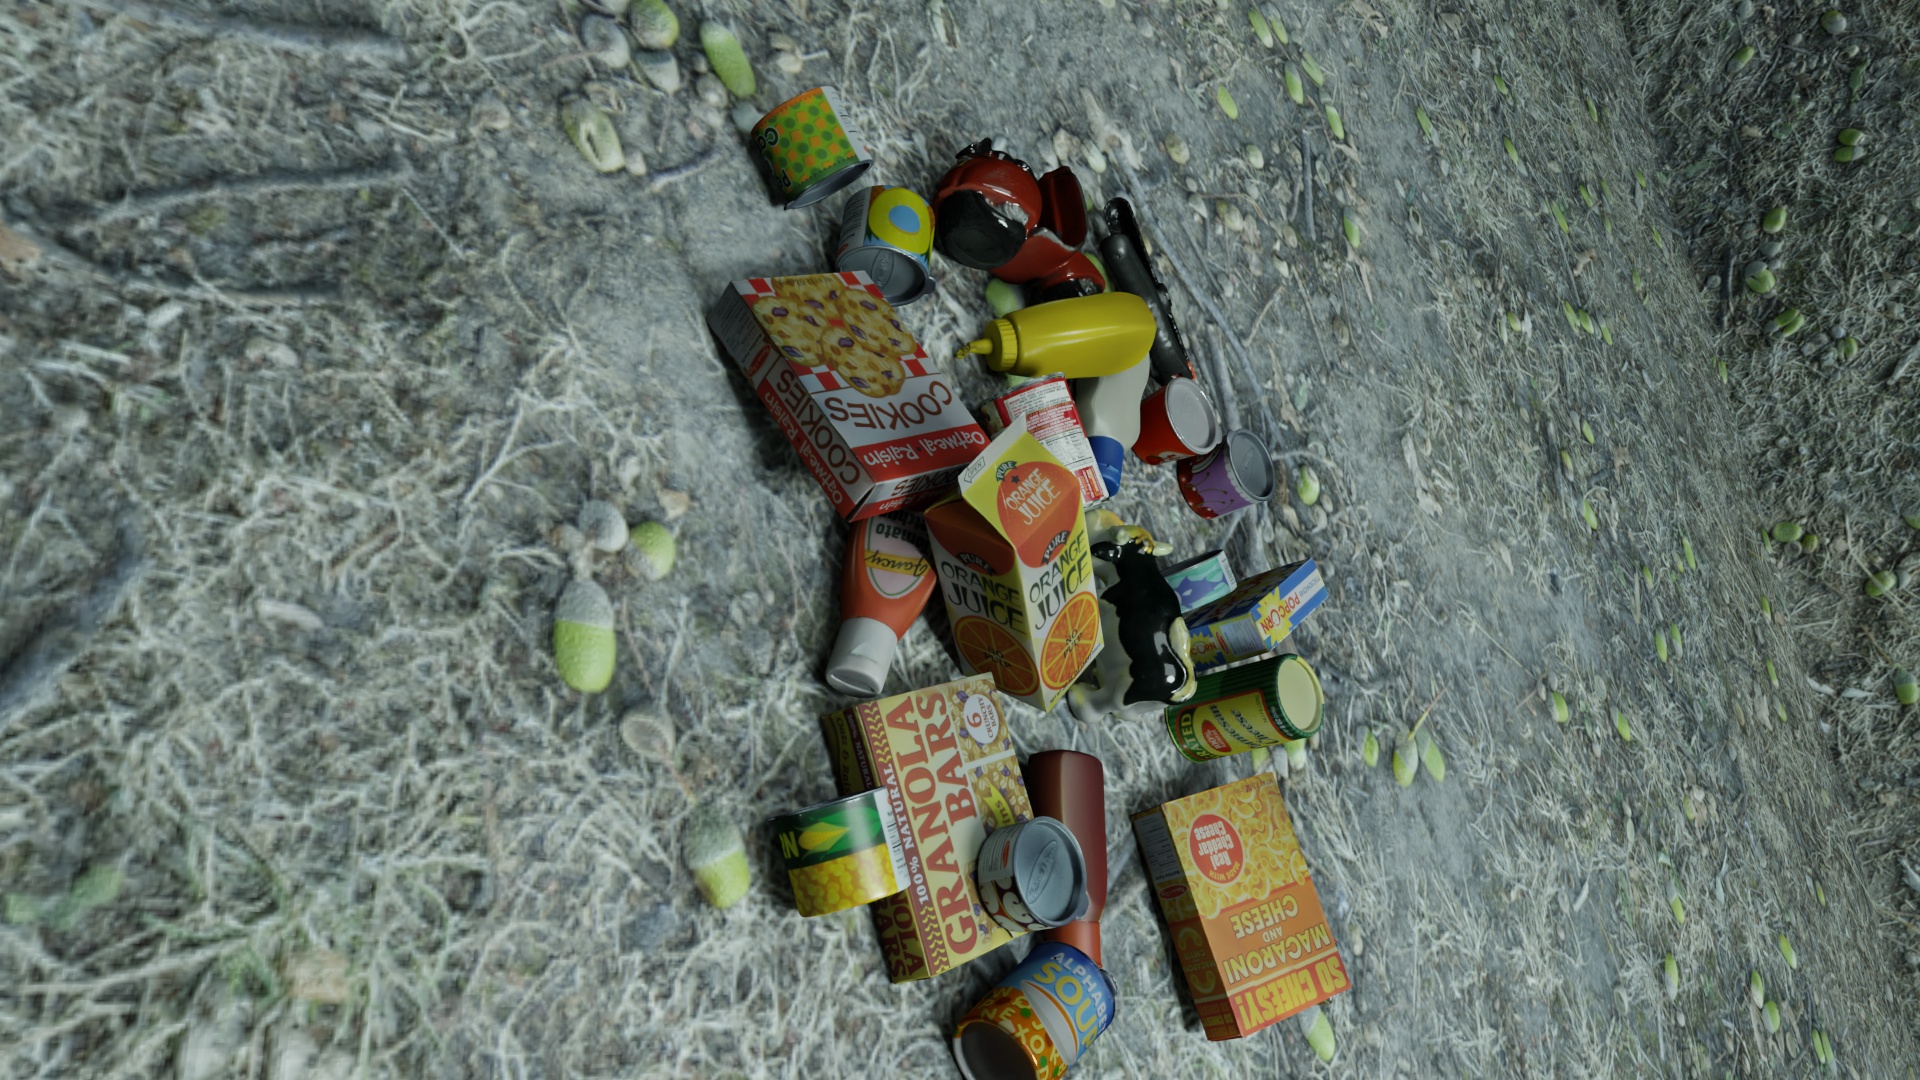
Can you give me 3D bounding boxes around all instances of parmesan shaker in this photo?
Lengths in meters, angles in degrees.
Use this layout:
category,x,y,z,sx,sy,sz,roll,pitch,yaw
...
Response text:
category,x,y,z,sx,sy,sz,roll,pitch,yaw
parmesan shaker,0.218,0.128,1.074,0.071,0.102,0.071,21,59,-39

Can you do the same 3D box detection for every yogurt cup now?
category,x,y,z,sx,sy,sz,roll,pitch,yaw
yogurt cup,0.176,-0.097,1.168,0.072,0.053,0.072,21,58,-39

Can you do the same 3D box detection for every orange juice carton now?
category,x,y,z,sx,sy,sz,roll,pitch,yaw
orange juice carton,0.034,0.012,0.883,0.072,0.073,0.191,-45,140,-32

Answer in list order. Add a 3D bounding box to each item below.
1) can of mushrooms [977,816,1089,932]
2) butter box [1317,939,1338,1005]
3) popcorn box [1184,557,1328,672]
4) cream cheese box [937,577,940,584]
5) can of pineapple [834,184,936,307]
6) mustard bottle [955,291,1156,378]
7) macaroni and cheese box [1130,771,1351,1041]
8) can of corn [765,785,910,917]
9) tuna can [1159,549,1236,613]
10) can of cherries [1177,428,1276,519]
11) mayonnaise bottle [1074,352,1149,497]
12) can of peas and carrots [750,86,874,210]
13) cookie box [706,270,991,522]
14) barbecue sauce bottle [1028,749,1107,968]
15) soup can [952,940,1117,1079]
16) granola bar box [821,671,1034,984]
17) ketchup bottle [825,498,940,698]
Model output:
category,x,y,z,sx,sy,sz,roll,pitch,yaw
can of mushrooms,0.045,0.207,0.852,0.071,0.033,0.071,23,56,-39
butter box,0.256,0.318,1.086,0.103,0.024,0.053,39,49,-27
popcorn box,0.236,0.061,1.135,0.127,0.085,0.038,-29,95,-49
cream cheese box,0.003,-0.012,0.974,0.053,0.024,0.104,38,49,-30
can of pineapple,-0.051,-0.205,0.973,0.071,0.071,0.058,28,54,-36
mustard bottle,0.070,-0.155,1.066,0.161,0.065,0.049,-8,58,-22
macaroni and cheese box,0.207,0.266,1.022,0.124,0.040,0.167,-6,71,-37
can of corn,-0.069,0.176,0.786,0.071,0.071,0.058,-7,79,-47
tuna can,0.183,0.035,1.110,0.071,0.071,0.033,-24,91,-48
can of cherries,0.229,-0.059,1.204,0.071,0.058,0.072,20,60,-39
mayonnaise bottle,0.117,-0.104,1.122,0.065,0.041,0.149,28,55,-26
can of peas and carrots,-0.103,-0.267,0.950,0.071,0.070,0.058,-35,98,-48
cookie box,-0.067,-0.096,0.891,0.123,0.040,0.168,-17,65,-49
barbecue sauce bottle,0.073,0.218,0.928,0.065,0.043,0.149,29,53,-50
soup can,0.047,0.294,0.846,0.084,0.071,0.071,-28,94,-48
granola bar box,-0.010,0.173,0.866,0.124,0.039,0.165,-8,79,-48
ketchup bottle,-0.048,0.029,0.884,0.065,0.043,0.149,21,55,-7
